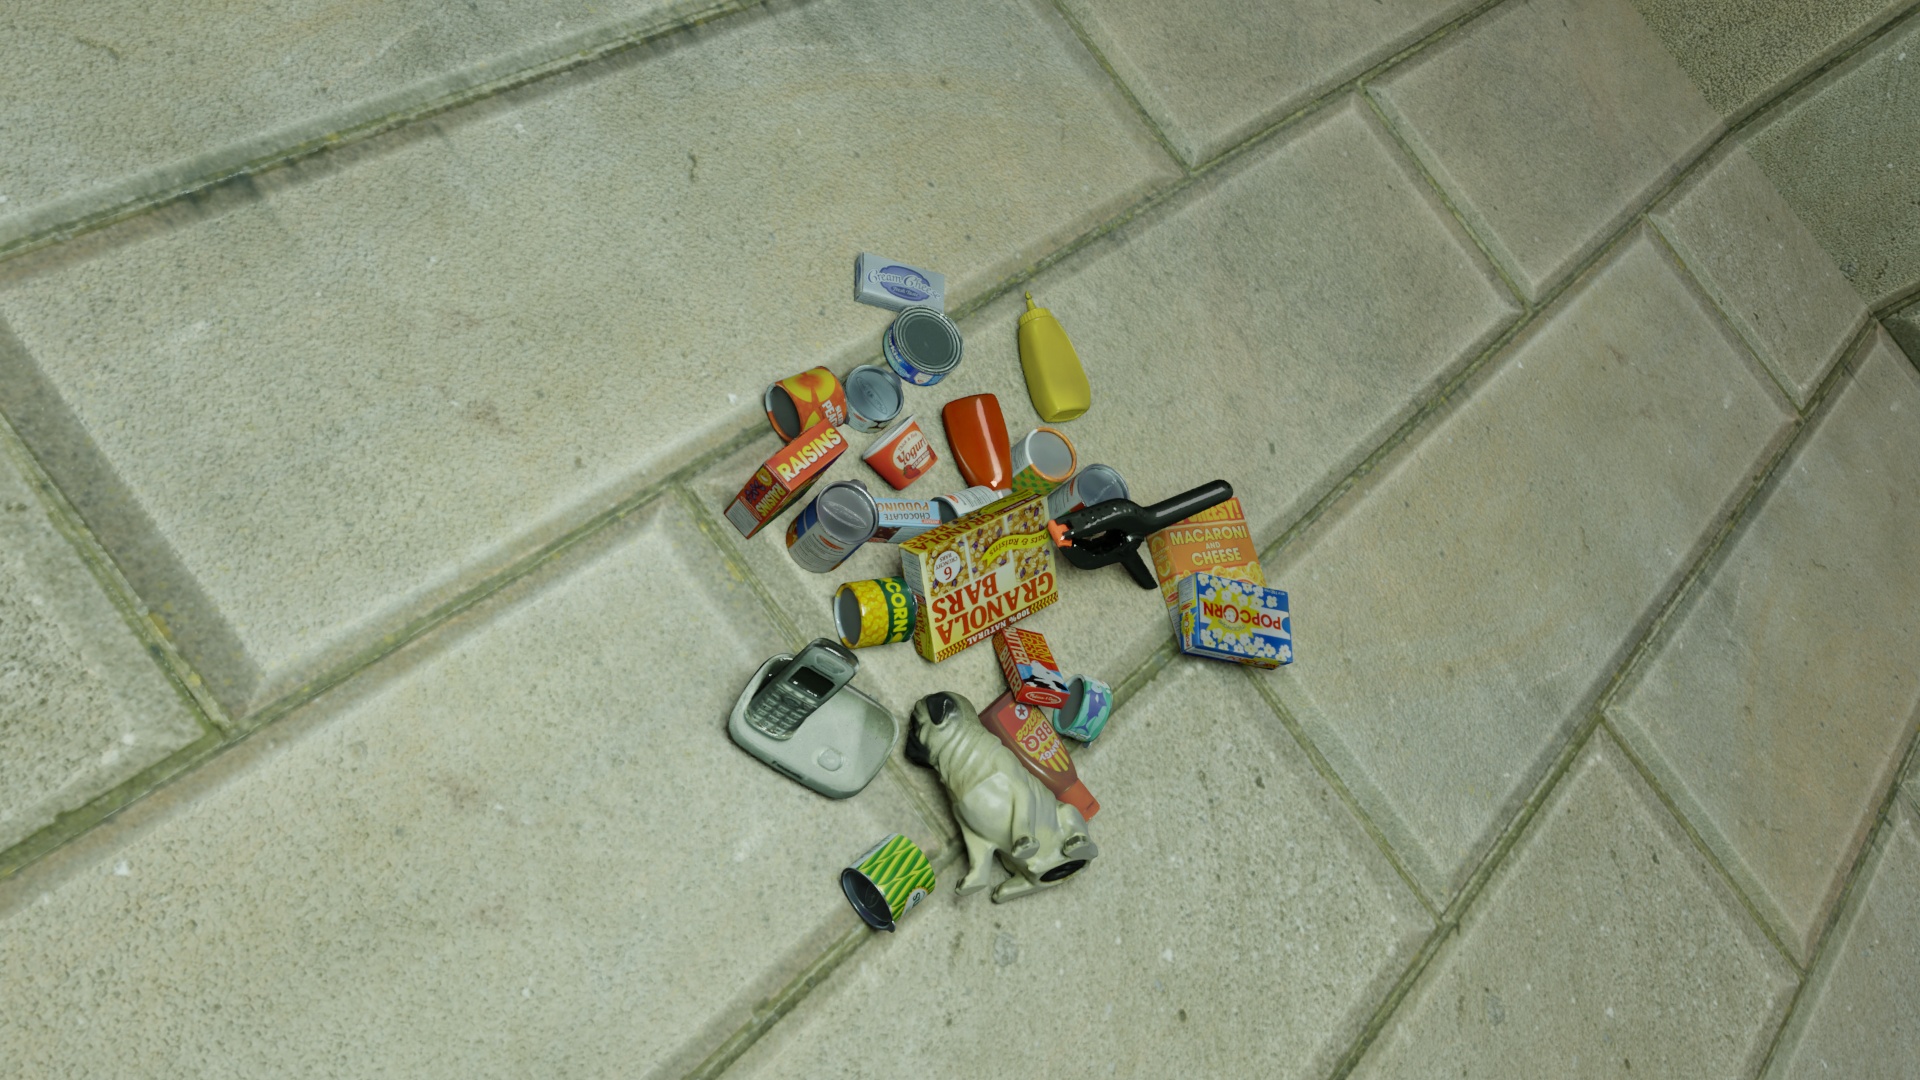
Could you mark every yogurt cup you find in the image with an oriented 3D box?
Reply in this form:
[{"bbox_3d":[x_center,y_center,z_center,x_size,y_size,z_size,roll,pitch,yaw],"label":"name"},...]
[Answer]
[{"bbox_3d":[-0.061,-0.088,1.443,0.054,0.072,0.073,50,54,-10],"label":"yogurt cup"}]

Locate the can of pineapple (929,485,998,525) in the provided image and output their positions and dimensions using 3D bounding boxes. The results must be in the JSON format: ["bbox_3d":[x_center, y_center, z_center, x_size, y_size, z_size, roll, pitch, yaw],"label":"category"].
[{"bbox_3d":[0.005,-0.018,1.446,0.058,0.070,0.071,-16,77,-33],"label":"can of pineapple"}]

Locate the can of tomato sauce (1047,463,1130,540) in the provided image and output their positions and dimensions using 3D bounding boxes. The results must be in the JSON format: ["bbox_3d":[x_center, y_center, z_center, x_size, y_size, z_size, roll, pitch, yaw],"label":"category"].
[{"bbox_3d":[0.137,-0.036,1.515,0.071,0.082,0.071,12,64,-24],"label":"can of tomato sauce"}]

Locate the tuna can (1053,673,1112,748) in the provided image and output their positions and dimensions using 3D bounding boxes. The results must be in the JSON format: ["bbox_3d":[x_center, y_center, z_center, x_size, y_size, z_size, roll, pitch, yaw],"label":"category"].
[{"bbox_3d":[0.124,0.174,1.424,0.033,0.070,0.071,22,60,-18],"label":"tuna can"}]

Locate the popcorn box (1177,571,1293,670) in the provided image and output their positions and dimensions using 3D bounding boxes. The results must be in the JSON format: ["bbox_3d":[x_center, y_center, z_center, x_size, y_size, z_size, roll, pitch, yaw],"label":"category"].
[{"bbox_3d":[0.302,0.090,1.529,0.127,0.038,0.085,12,64,-23],"label":"popcorn box"}]

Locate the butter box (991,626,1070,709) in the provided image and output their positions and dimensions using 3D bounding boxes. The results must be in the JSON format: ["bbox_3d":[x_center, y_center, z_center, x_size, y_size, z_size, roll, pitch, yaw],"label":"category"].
[{"bbox_3d":[0.071,0.128,1.409,0.053,0.024,0.104,13,28,-23],"label":"butter box"}]

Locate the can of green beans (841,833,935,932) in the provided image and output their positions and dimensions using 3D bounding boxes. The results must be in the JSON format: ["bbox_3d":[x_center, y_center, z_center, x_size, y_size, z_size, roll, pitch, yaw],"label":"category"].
[{"bbox_3d":[-0.065,0.308,1.258,0.058,0.071,0.071,-32,86,-36],"label":"can of green beans"}]

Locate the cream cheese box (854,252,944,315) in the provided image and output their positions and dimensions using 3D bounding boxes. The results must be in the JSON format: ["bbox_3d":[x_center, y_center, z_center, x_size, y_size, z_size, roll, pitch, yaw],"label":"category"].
[{"bbox_3d":[-0.067,-0.282,1.549,0.104,0.024,0.053,11,63,-24],"label":"cream cheese box"}]

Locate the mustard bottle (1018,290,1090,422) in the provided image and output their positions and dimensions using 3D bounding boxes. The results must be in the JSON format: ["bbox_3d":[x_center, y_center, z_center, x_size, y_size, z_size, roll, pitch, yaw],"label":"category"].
[{"bbox_3d":[0.100,-0.215,1.597,0.065,0.048,0.160,-6,71,-31],"label":"mustard bottle"}]

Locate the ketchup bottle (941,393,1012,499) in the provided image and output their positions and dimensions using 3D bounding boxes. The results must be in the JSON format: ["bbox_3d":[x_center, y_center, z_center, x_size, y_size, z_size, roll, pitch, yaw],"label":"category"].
[{"bbox_3d":[0.028,-0.083,1.497,0.065,0.043,0.149,-13,75,-9],"label":"ketchup bottle"}]

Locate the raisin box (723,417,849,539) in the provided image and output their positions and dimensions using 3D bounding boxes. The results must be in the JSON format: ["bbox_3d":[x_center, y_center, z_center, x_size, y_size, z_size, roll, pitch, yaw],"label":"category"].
[{"bbox_3d":[-0.168,-0.059,1.333,0.040,0.123,0.086,50,55,-2],"label":"raisin box"}]

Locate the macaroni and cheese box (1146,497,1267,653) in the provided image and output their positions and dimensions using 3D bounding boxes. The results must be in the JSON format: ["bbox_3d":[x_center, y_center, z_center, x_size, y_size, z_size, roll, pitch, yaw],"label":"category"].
[{"bbox_3d":[0.285,0.038,1.590,0.124,0.040,0.167,-5,72,-30],"label":"macaroni and cheese box"}]

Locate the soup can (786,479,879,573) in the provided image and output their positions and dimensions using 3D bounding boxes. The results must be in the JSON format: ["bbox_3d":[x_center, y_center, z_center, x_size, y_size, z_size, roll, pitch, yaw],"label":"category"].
[{"bbox_3d":[-0.125,-0.014,1.360,0.071,0.083,0.071,12,63,-25],"label":"soup can"}]

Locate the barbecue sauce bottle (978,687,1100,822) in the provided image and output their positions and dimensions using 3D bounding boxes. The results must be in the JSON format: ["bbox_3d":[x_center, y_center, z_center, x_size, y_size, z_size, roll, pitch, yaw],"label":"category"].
[{"bbox_3d":[0.081,0.219,1.393,0.148,0.043,0.065,52,47,1],"label":"barbecue sauce bottle"}]

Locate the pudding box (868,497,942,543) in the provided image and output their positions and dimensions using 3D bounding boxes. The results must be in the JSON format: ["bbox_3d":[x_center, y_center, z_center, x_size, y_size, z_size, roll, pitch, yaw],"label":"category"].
[{"bbox_3d":[-0.067,-0.020,1.415,0.084,0.049,0.030,3,66,-28],"label":"pudding box"}]

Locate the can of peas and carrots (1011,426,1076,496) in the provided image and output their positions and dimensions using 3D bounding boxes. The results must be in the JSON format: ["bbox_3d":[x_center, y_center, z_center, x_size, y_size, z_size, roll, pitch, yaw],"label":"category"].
[{"bbox_3d":[0.088,-0.083,1.524,0.071,0.058,0.071,11,64,-24],"label":"can of peas and carrots"}]

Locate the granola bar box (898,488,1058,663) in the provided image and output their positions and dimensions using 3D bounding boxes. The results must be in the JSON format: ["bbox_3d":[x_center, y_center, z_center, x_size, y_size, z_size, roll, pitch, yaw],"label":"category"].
[{"bbox_3d":[0.020,0.034,1.404,0.166,0.039,0.123,-25,119,-32],"label":"granola bar box"}]

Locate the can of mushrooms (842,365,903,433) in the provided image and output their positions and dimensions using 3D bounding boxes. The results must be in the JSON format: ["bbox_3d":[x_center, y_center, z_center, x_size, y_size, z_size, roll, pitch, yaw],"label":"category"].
[{"bbox_3d":[-0.094,-0.150,1.469,0.071,0.033,0.071,12,63,-24],"label":"can of mushrooms"}]

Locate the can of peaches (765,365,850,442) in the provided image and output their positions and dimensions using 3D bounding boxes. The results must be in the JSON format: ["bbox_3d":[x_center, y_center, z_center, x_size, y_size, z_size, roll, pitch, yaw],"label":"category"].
[{"bbox_3d":[-0.155,-0.136,1.408,0.058,0.071,0.071,-25,82,-34],"label":"can of peaches"}]

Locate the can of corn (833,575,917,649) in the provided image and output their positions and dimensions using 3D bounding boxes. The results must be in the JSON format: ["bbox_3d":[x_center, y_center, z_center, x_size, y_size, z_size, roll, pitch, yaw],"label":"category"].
[{"bbox_3d":[-0.083,0.070,1.353,0.058,0.071,0.071,-6,72,-30],"label":"can of corn"}]
